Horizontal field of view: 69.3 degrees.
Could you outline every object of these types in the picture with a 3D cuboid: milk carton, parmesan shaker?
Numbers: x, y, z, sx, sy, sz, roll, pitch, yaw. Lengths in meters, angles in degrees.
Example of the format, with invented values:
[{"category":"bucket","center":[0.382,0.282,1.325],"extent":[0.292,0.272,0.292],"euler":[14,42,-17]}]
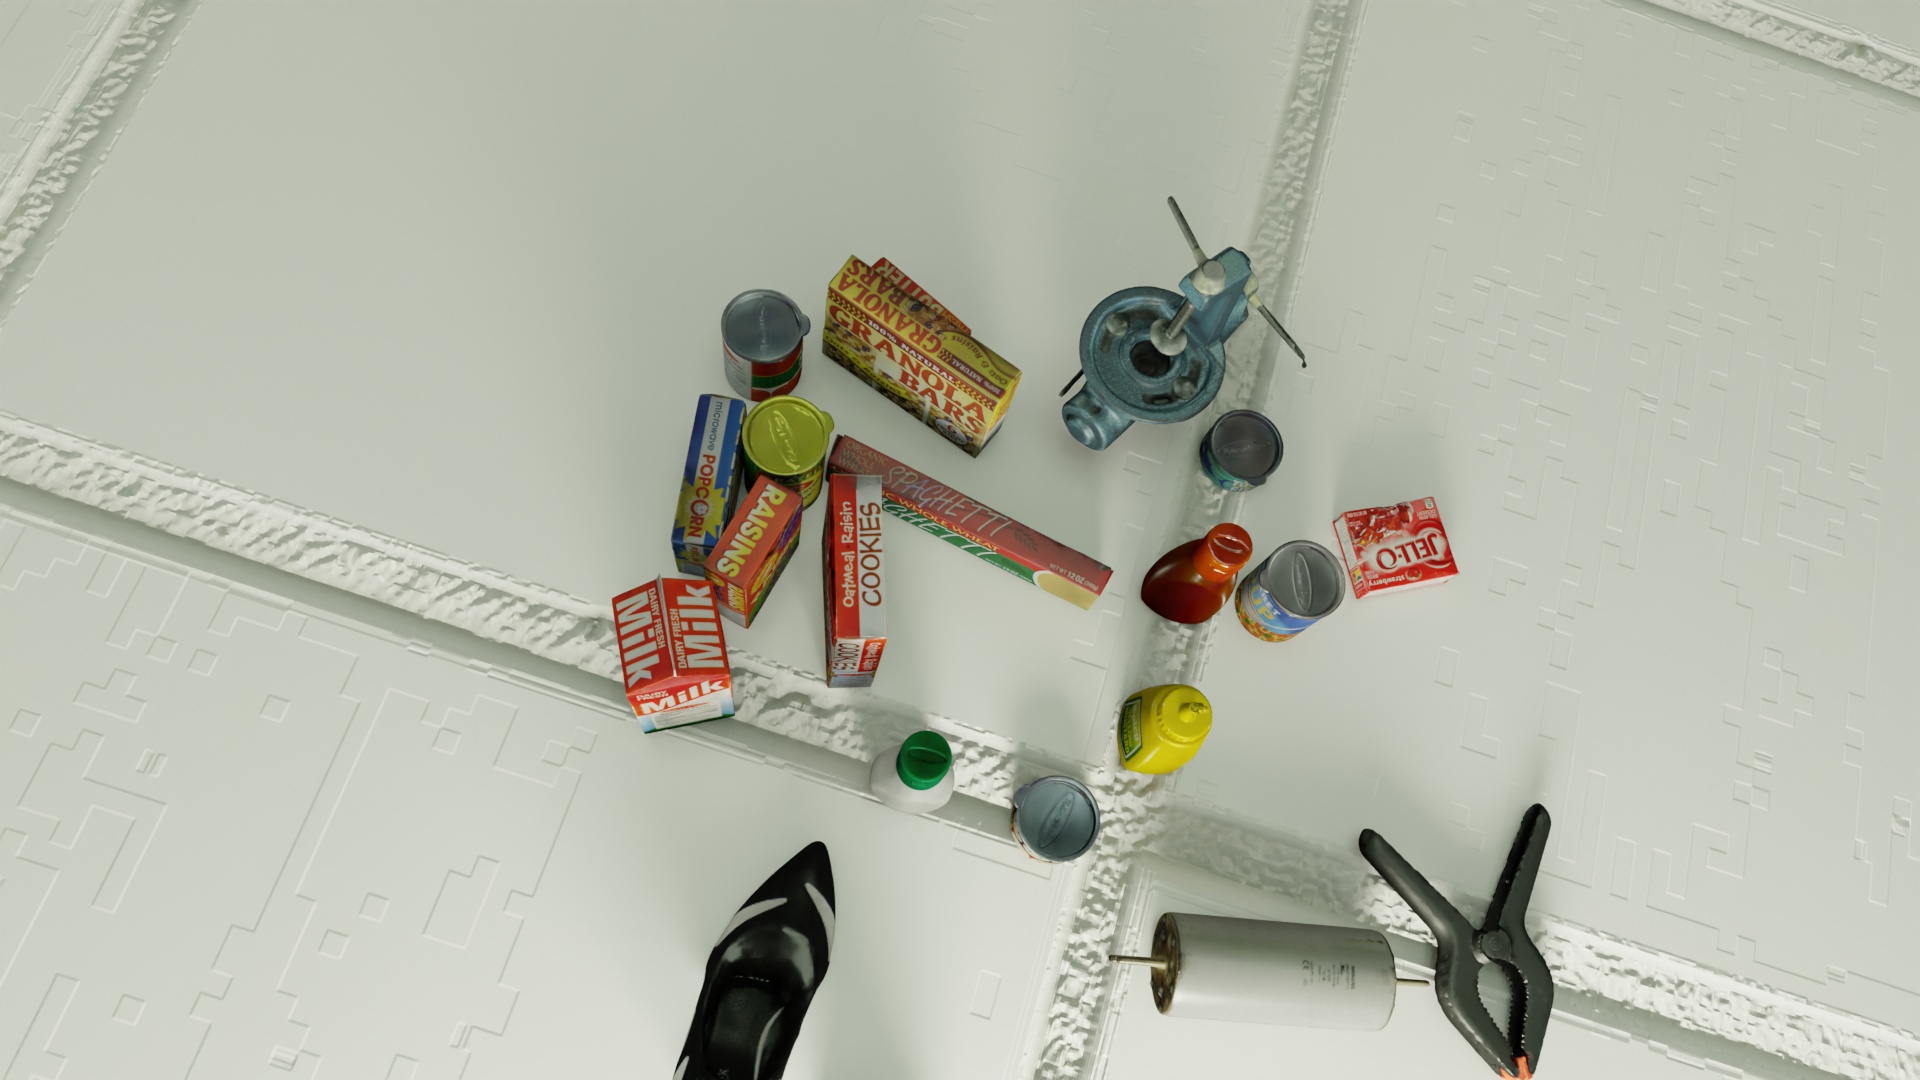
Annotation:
[{"category":"milk carton","center":[-0.206,0.083,1.004],"extent":[0.073,0.190,0.072],"euler":[-10,74,-11]},{"category":"parmesan shaker","center":[-0.137,-0.066,1.109],"extent":[0.071,0.102,0.071],"euler":[2,72,-7]}]

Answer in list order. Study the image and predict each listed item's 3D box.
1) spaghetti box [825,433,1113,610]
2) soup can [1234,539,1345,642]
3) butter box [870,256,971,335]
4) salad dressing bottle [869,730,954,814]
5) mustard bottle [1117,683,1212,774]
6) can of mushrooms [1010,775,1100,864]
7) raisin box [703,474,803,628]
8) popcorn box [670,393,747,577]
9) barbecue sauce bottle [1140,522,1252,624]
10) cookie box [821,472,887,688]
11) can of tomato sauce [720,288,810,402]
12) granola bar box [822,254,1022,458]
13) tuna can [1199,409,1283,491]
[{"category":"spaghetti box","center":[0.004,-0.014,1.140],"extent":[0.250,0.050,0.029],"euler":[26,71,1]},{"category":"soup can","center":[0.266,0.043,1.139],"extent":[0.071,0.083,0.071],"euler":[2,72,-7]},{"category":"butter box","center":[-0.038,-0.193,1.191],"extent":[0.103,0.053,0.024],"euler":[41,72,6]},{"category":"salad dressing bottle","center":[-0.032,0.170,1.022],"extent":[0.064,0.147,0.044],"euler":[14,71,-3]},{"category":"mustard bottle","center":[0.158,0.138,1.052],"extent":[0.049,0.159,0.065],"euler":[3,72,-7]},{"category":"can of mushrooms","center":[0.071,0.217,1.081],"extent":[0.071,0.033,0.071],"euler":[2,72,-7]},{"category":"raisin box","center":[-0.159,0.011,1.070],"extent":[0.040,0.123,0.086],"euler":[29,71,2]},{"category":"popcorn box","center":[-0.197,-0.042,1.102],"extent":[0.038,0.085,0.127],"euler":[9,71,-5]},{"category":"barbecue sauce bottle","center":[0.191,0.026,1.100],"extent":[0.065,0.148,0.044],"euler":[21,71,-1]},{"category":"cookie box","center":[-0.083,0.035,1.049],"extent":[0.040,0.167,0.123],"euler":[-1,72,-8]},{"category":"can of tomato sauce","center":[-0.161,-0.160,1.147],"extent":[0.071,0.083,0.071],"euler":[2,72,-7]},{"category":"granola bar box","center":[-0.036,-0.147,1.139],"extent":[0.165,0.123,0.039],"euler":[35,71,4]},{"category":"tuna can","center":[0.243,-0.075,1.202],"extent":[0.071,0.032,0.071],"euler":[2,72,-7]}]
